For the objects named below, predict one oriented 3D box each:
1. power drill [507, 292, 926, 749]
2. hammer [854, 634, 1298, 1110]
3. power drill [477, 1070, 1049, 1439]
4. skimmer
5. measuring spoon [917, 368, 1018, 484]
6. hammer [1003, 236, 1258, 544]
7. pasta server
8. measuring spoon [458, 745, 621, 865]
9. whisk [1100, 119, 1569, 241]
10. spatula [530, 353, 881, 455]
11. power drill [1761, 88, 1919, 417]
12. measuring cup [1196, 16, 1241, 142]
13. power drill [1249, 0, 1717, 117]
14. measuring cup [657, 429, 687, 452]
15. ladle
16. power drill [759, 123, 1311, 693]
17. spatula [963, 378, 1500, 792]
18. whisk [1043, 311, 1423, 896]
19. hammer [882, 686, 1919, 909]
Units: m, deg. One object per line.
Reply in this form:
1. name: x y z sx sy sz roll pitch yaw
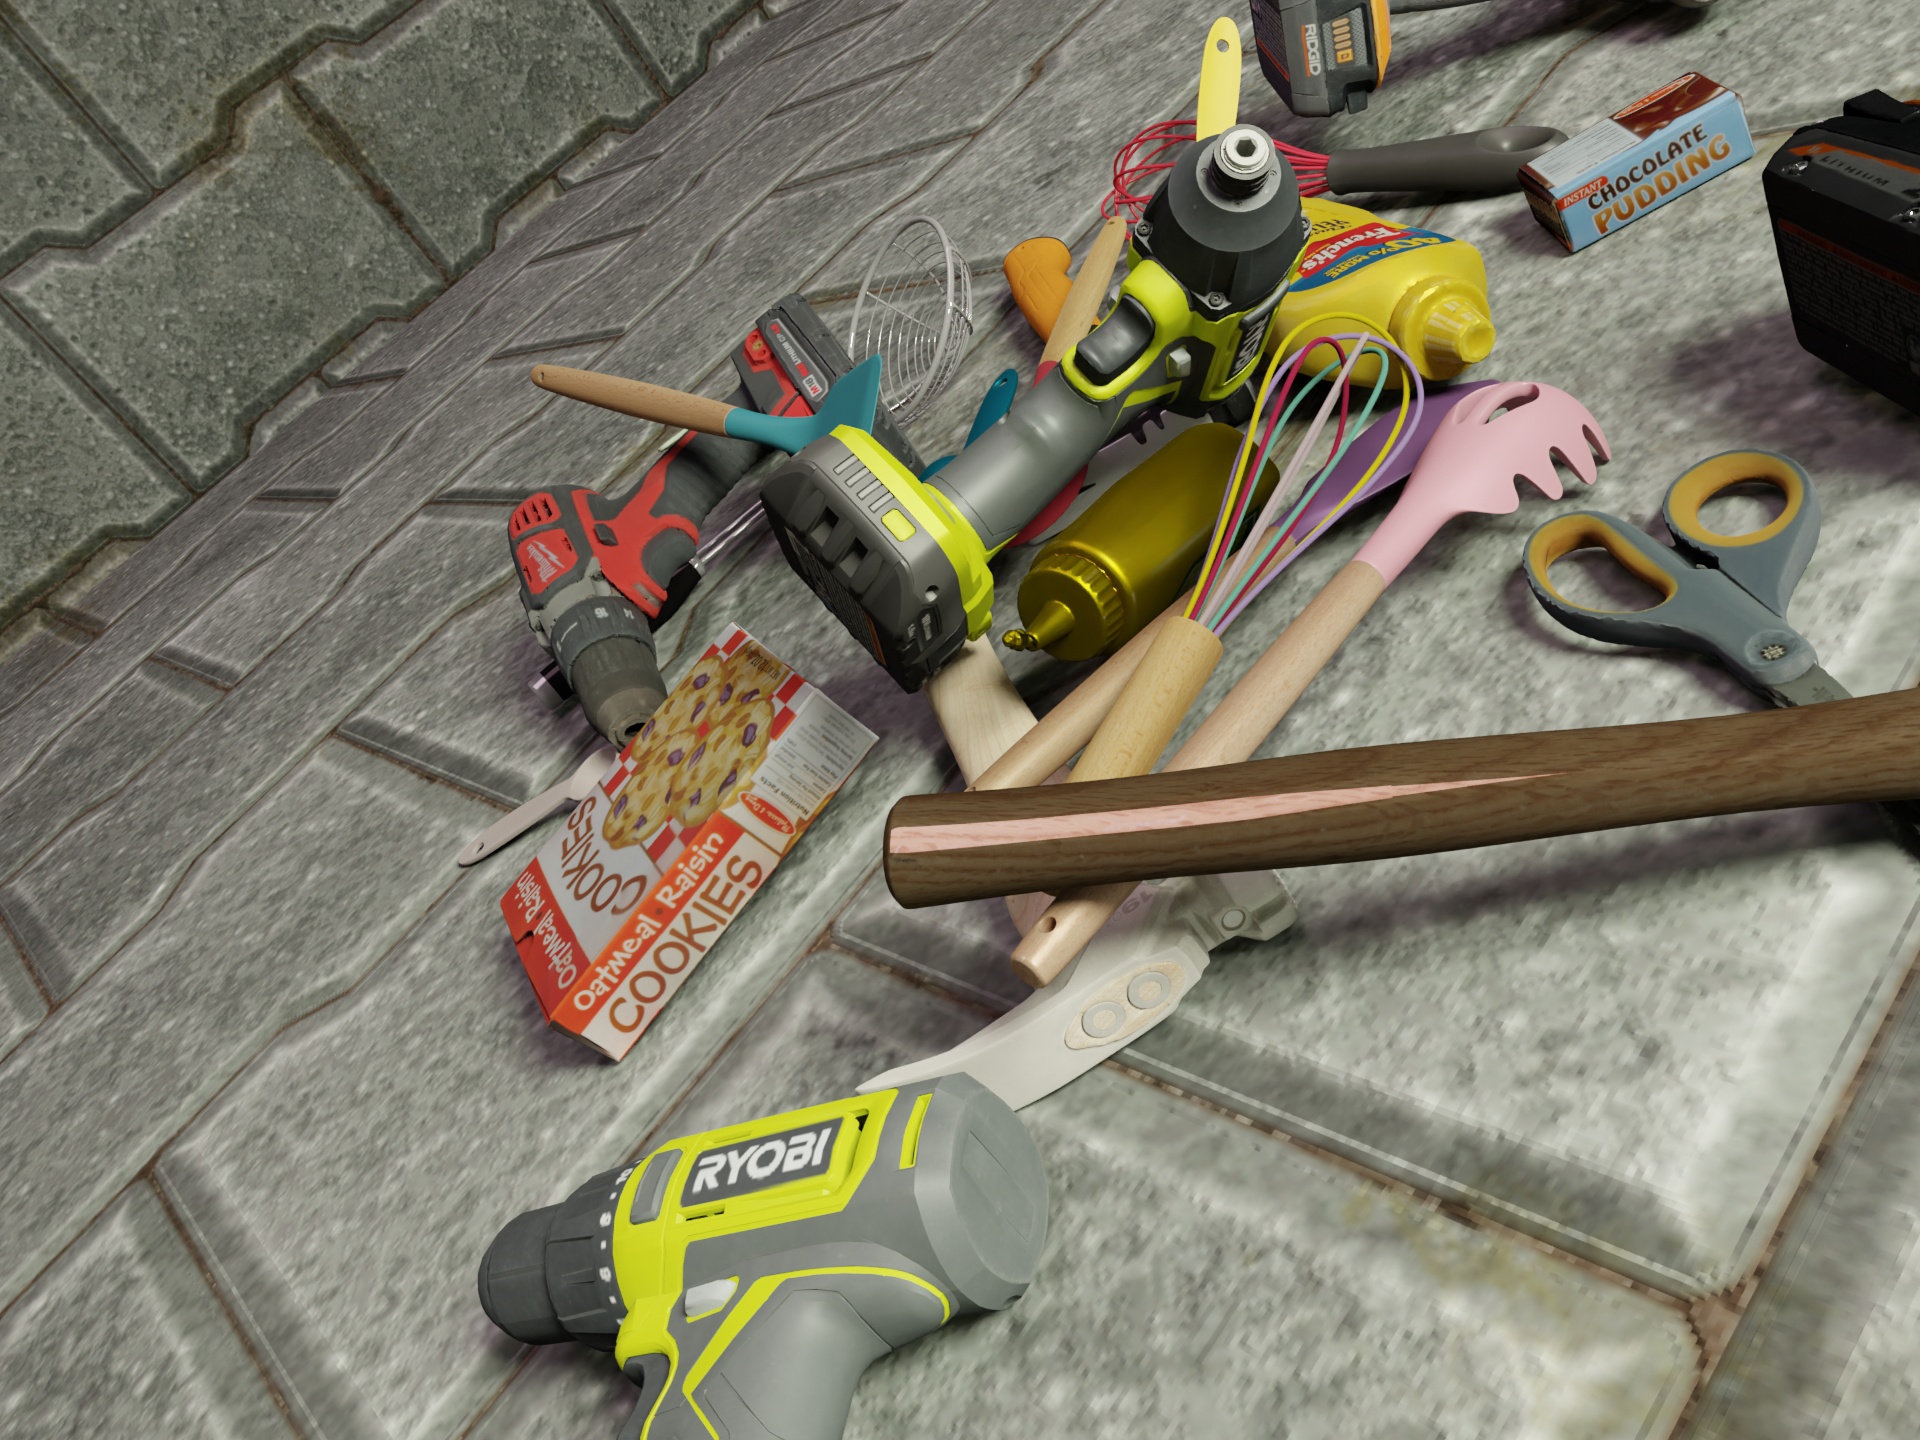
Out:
1. power drill: -0.134 -0.102 0.848 0.226 0.080 0.188 -36 49 6
2. hammer: -0.001 -0.002 0.656 0.146 0.038 0.411 -34 29 7
3. power drill: -0.083 0.204 0.412 0.190 0.080 0.229 -20 31 26
4. skimmer: -0.130 -0.154 0.949 0.363 0.090 0.127 -42 33 -10
5. measuring spoon: 0.004 -0.144 0.792 0.042 0.021 0.129 -16 37 34
6. hammer: 0.059 -0.205 0.880 0.127 0.034 0.337 -30 30 9
7. pasta server: 0.120 -0.024 0.517 0.060 0.040 0.316 11 48 47
8. measuring spoon: -0.218 0.051 0.833 0.124 0.018 0.034 -29 36 26
9. whisk: 0.187 -0.293 0.852 0.296 0.073 0.073 15 57 47
10. spatula: -0.138 -0.158 0.808 0.318 0.044 0.082 20 103 41
11. power drill: 0.373 -0.183 0.478 0.226 0.084 0.164 -26 31 9
12. measuring cup: 0.129 -0.293 0.846 0.029 0.062 0.156 178 99 -78
13. power drill: 0.278 -0.389 0.837 0.226 0.084 0.186 -13 34 7
14. measuring cup: -0.143 -0.184 1.016 0.083 0.038 0.168 -30 12 29
15. ladle: 0.053 -0.186 0.801 0.069 0.031 0.316 -10 36 25
16. power drill: 0.035 -0.121 0.606 0.223 0.080 0.171 -42 -9 -6
17. spatula: 0.104 -0.052 0.583 0.316 0.018 0.060 -39 24 -28
18. whisk: 0.085 -0.047 0.534 0.051 0.047 0.245 9 58 49
19. hammer: 0.138 0.019 0.407 0.331 0.031 0.130 -8 39 17
